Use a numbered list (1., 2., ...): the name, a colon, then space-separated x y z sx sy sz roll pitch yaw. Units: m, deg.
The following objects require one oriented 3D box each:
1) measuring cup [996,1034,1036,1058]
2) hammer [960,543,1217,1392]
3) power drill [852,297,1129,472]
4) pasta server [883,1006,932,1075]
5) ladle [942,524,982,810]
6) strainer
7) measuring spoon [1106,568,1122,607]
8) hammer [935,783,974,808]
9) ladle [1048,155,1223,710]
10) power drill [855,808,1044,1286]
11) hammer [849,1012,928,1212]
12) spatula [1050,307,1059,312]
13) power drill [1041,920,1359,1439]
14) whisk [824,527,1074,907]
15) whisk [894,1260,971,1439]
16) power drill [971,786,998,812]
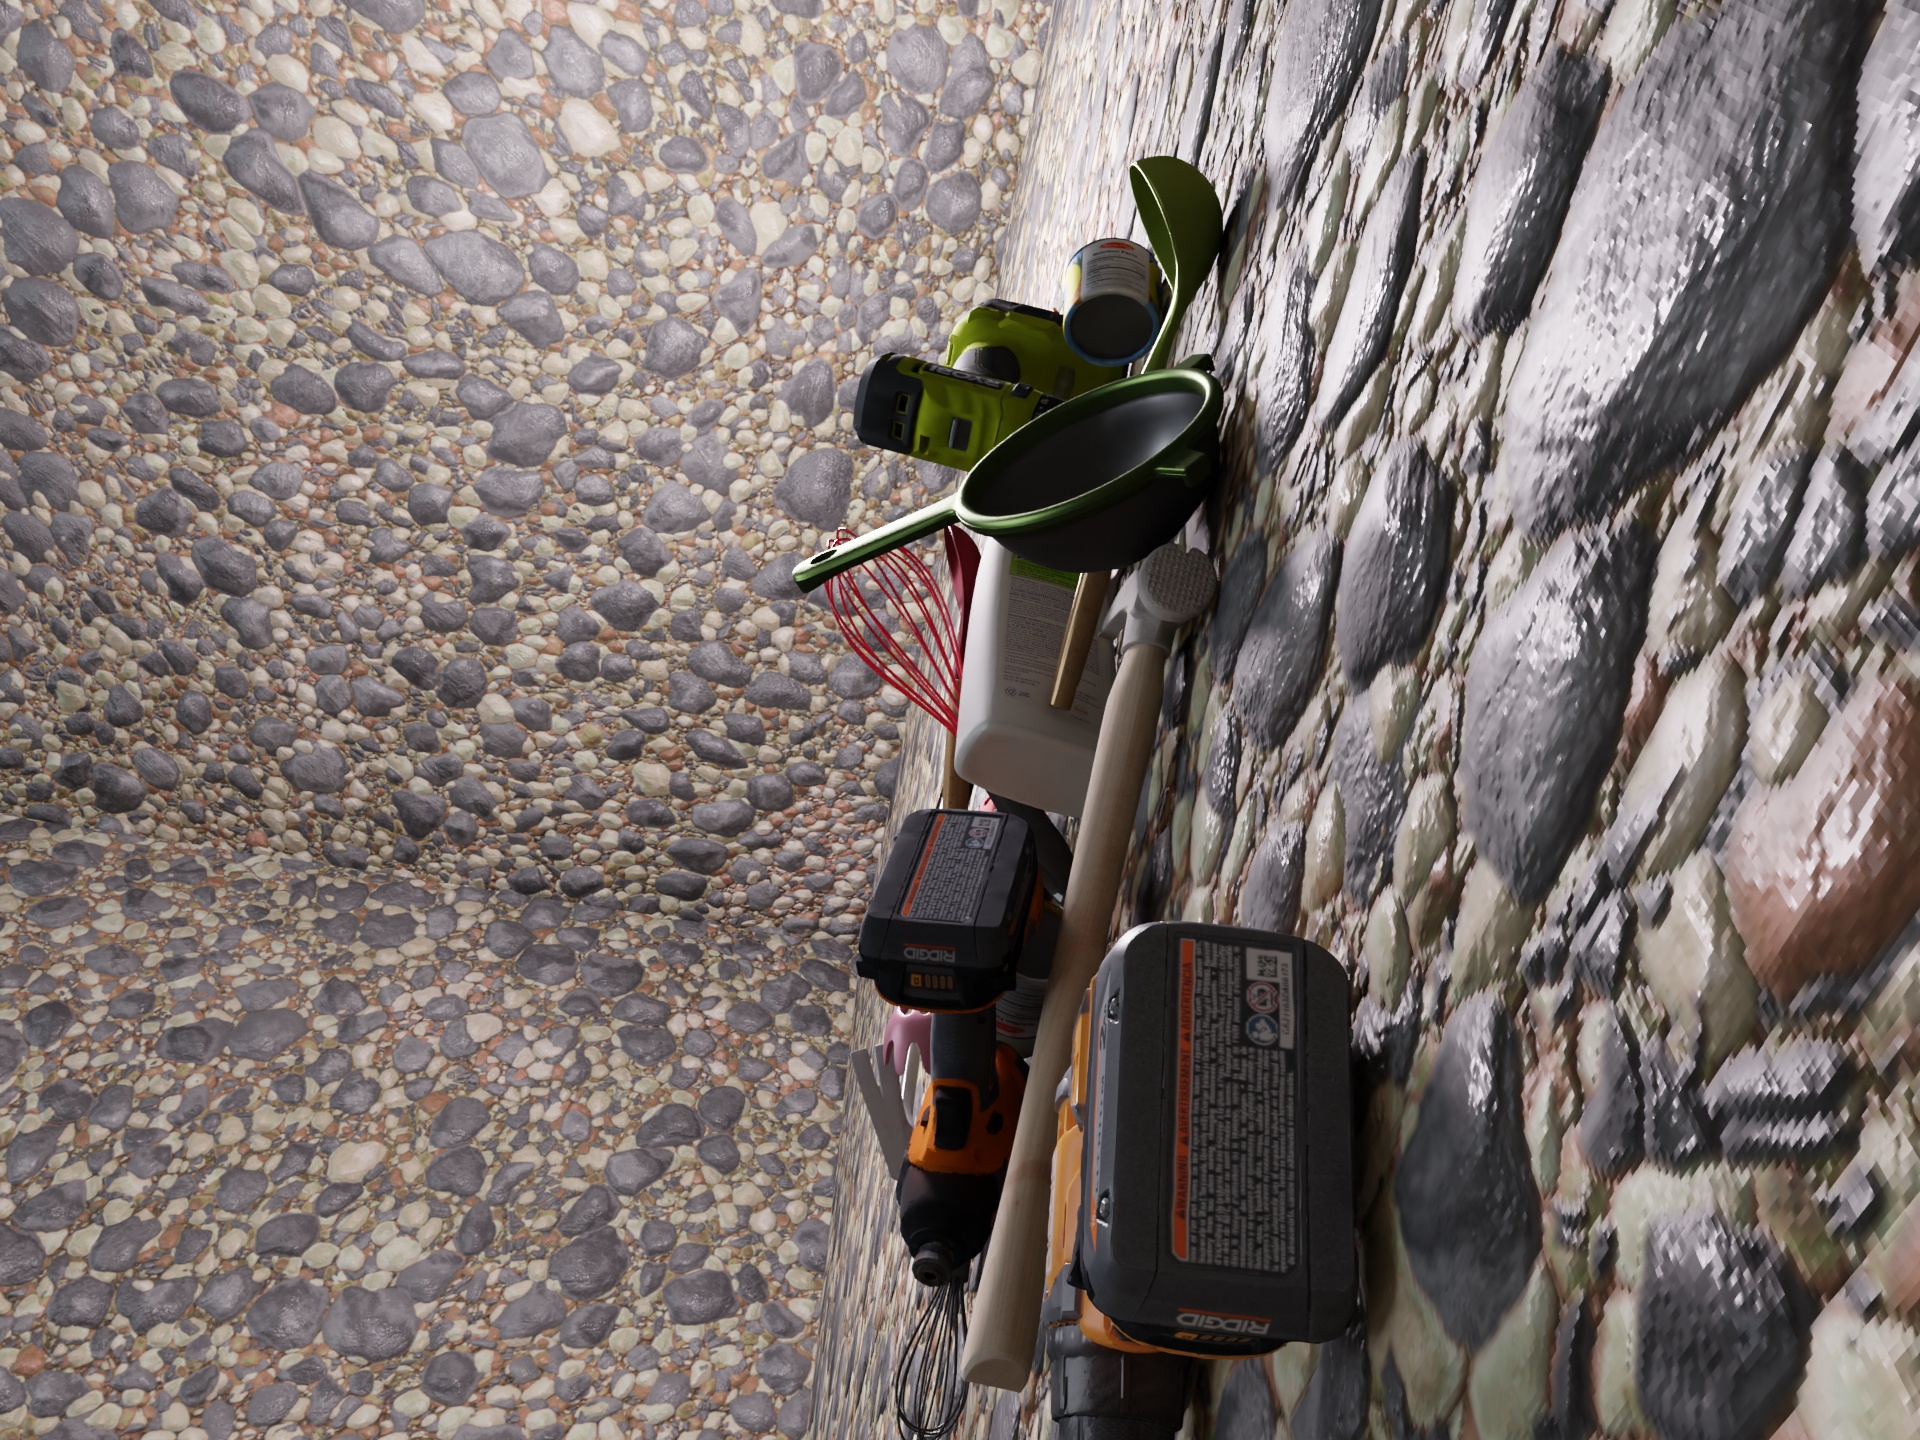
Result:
1. measuring cup: 0.007 0.174 1.092 0.168 0.038 0.083 -139 33 -58
2. hammer: 0.059 0.121 0.809 0.146 0.038 0.411 117 167 -78
3. power drill: 0.048 -0.221 1.102 0.229 0.190 0.080 -60 -16 -61
4. pasta server: 0.004 0.174 1.203 0.316 0.060 0.040 -51 -46 -69
5. ladle: -0.002 -0.003 1.086 0.069 0.031 0.316 86 -175 -59
6. strainer: 0.032 -0.101 0.853 0.069 0.256 0.152 59 -156 -25
7. measuring spoon: 0.103 -0.117 1.046 0.124 0.018 0.034 107 171 -52
8. hammer: 0.027 -0.050 1.392 0.149 0.036 0.409 102 -177 -53
9. ladle: 0.087 -0.164 0.912 0.078 0.062 0.320 4 -79 -86
10. power drill: -0.003 0.180 0.858 0.164 0.084 0.226 -69 -21 -58
11. hammer: -0.034 0.234 1.313 0.406 0.035 0.144 -82 -23 -68
12. spatula: 0.090 -0.243 1.314 0.323 0.041 0.081 -89 10 -54
13. power drill: 0.067 0.185 0.541 0.226 0.084 0.185 99 177 -61
14. whisk: -0.002 -0.005 1.014 0.296 0.073 0.073 57 161 15
15. whisk: -0.008 0.406 1.164 0.055 0.055 0.239 108 175 -59
16. power drill: 0.044 0.024 1.153 0.188 0.080 0.226 -86 5 -53
